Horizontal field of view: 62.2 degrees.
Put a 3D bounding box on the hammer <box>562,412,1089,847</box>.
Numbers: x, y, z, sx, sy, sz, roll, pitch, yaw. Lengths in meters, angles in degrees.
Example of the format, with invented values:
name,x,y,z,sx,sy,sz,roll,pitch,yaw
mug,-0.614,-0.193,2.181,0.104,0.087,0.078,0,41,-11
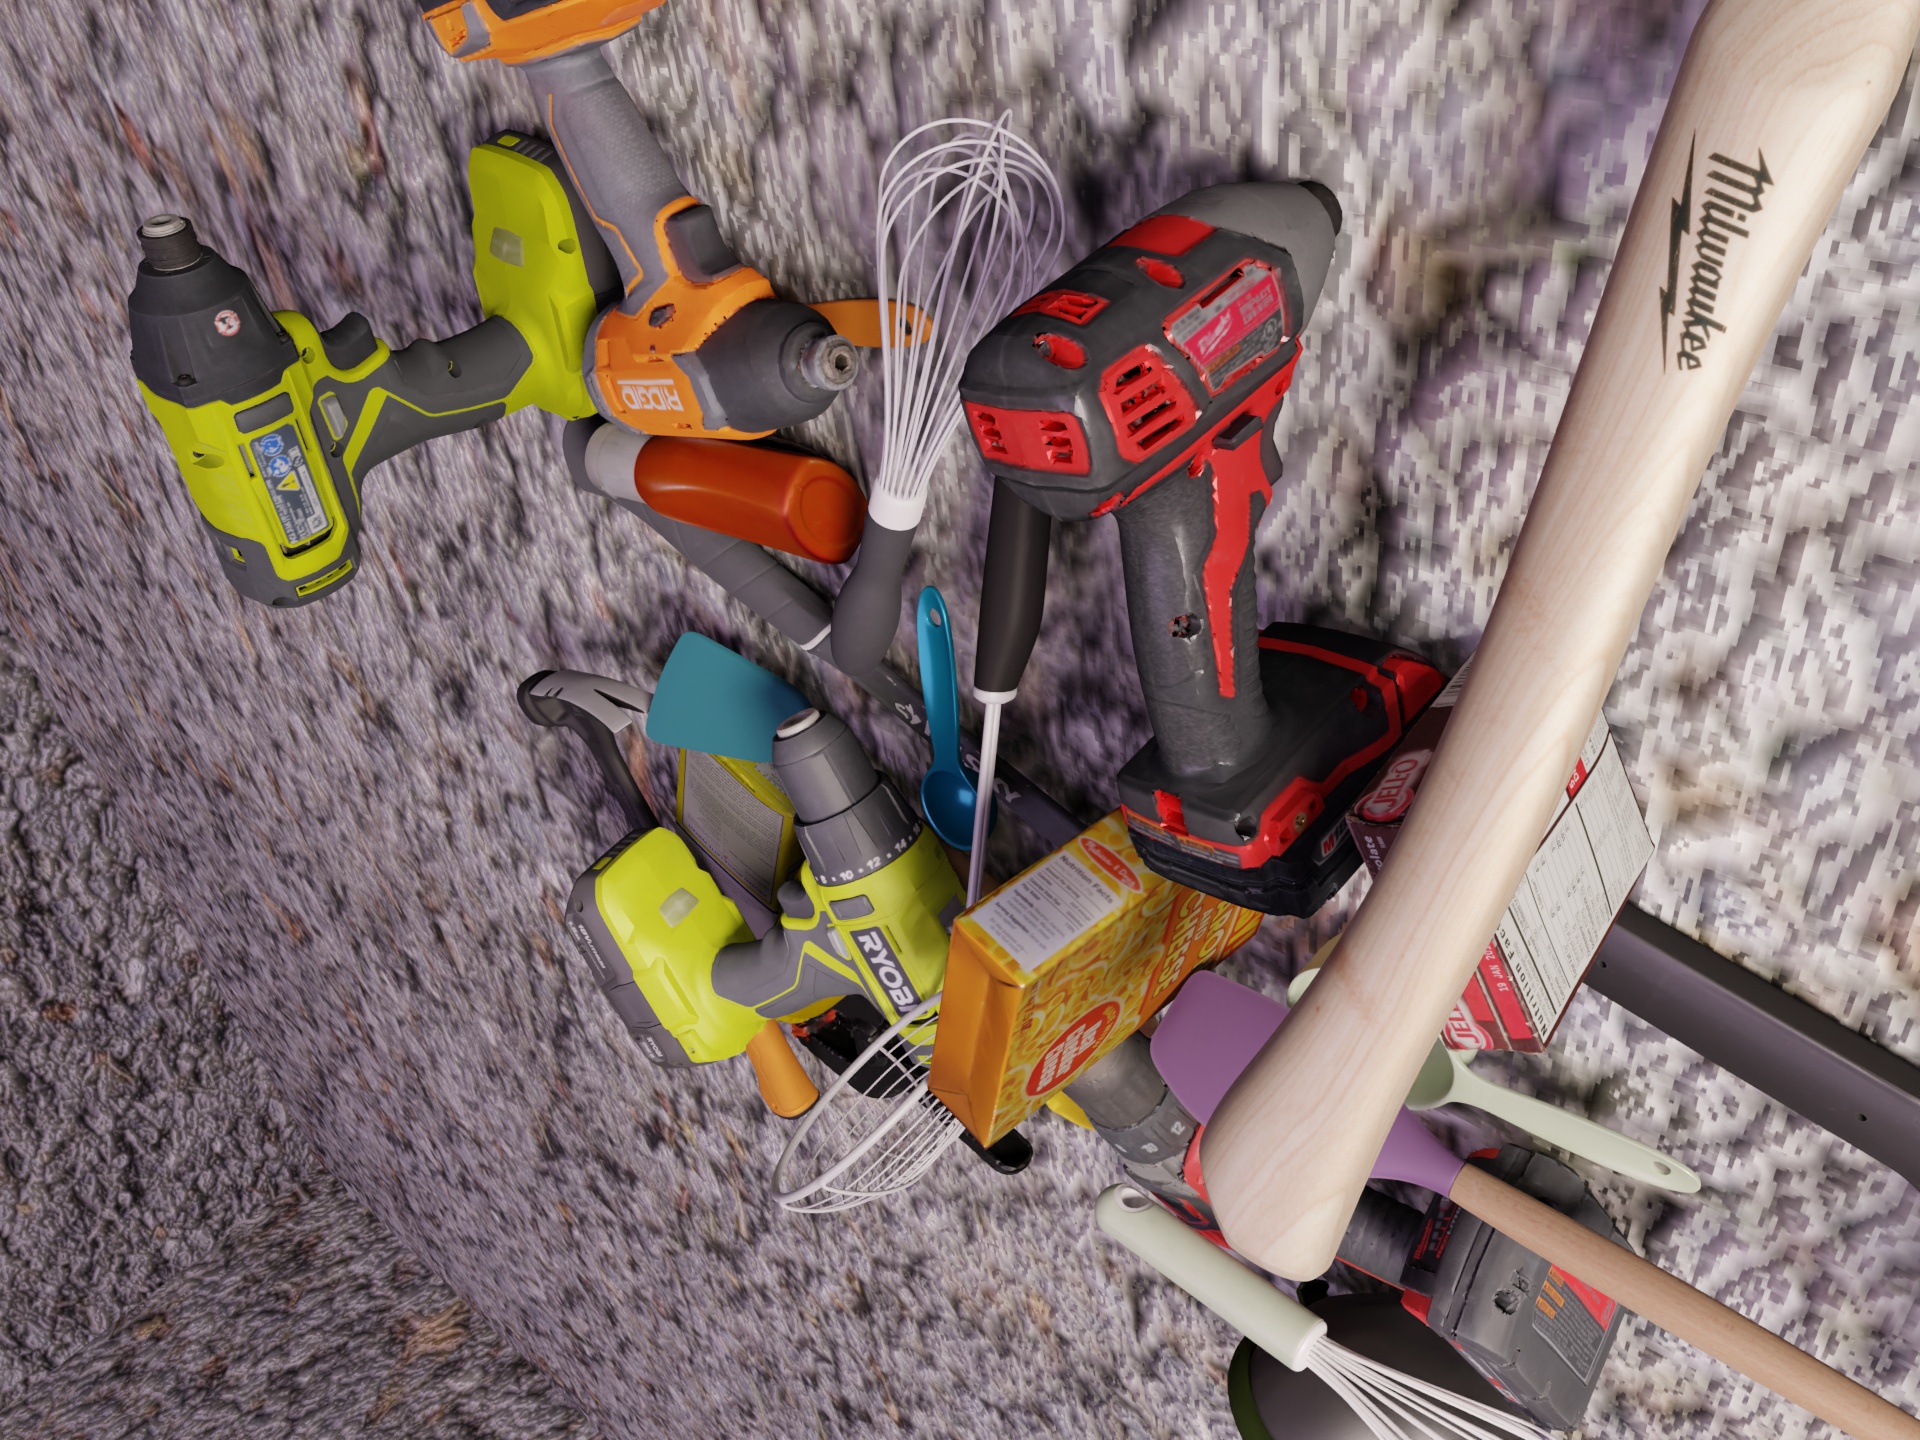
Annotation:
name,x,y,z,sx,sy,sz,roll,pitch,yaw
hammer,-0.056,-0.035,0.790,0.409,0.036,0.149,39,144,19

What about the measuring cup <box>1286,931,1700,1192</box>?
name,x,y,z,sx,sy,sz,roll,pitch,yaw
measuring cup,0.212,0.134,0.632,0.168,0.038,0.083,22,140,31

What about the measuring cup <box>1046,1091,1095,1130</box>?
name,x,y,z,sx,sy,sz,roll,pitch,yaw
measuring cup,0.107,0.223,0.859,0.156,0.029,0.062,37,146,0

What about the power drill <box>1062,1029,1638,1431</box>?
name,x,y,z,sx,sy,sz,roll,pitch,yaw
power drill,0.152,0.200,0.686,0.227,0.080,0.187,11,152,47

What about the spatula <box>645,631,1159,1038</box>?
name,x,y,z,sx,sy,sz,roll,pitch,yaw
spatula,-0.029,0.067,0.834,0.317,0.044,0.082,38,128,12

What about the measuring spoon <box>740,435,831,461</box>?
name,x,y,z,sx,sy,sz,roll,pitch,yaw
measuring spoon,-0.108,-0.142,0.772,0.124,0.018,0.034,20,158,29

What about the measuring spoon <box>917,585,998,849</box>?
name,x,y,z,sx,sy,sz,roll,pitch,yaw
measuring spoon,-0.001,-0.002,0.718,0.042,0.021,0.128,16,122,41

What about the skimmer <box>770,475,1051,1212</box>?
name,x,y,z,sx,sy,sz,roll,pitch,yaw
skimmer,-0.021,0.042,0.671,0.090,0.127,0.363,8,107,6

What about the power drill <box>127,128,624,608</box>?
name,x,y,z,sx,sy,sz,roll,pitch,yaw
power drill,-0.252,-0.173,0.718,0.080,0.223,0.171,28,140,31

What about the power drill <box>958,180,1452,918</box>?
name,x,y,z,sx,sy,sz,roll,pitch,yaw
power drill,0.091,-0.057,0.511,0.079,0.143,0.219,18,141,45

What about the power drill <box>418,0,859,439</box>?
name,x,y,z,sx,sy,sz,roll,pitch,yaw
power drill,-0.122,-0.220,0.639,0.164,0.084,0.226,14,132,48

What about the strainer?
name,x,y,z,sx,sy,sz,roll,pitch,yaw
strainer,0.174,0.316,0.696,0.152,0.256,0.069,31,112,31

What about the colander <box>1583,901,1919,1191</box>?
name,x,y,z,sx,sy,sz,roll,pitch,yaw
colander,0.324,0.174,0.482,0.397,0.094,0.204,33,142,26

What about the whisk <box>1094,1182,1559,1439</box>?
name,x,y,z,sx,sy,sz,roll,pitch,yaw
whisk,0.155,0.271,0.676,0.246,0.057,0.059,28,117,34

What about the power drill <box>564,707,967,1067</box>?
name,x,y,z,sx,sy,sz,roll,pitch,yaw
power drill,-0.097,0.097,0.829,0.228,0.080,0.190,-15,110,37

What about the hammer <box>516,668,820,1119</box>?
name,x,y,z,sx,sy,sz,roll,pitch,yaw
hammer,-0.162,0.119,0.984,0.127,0.034,0.336,10,131,49

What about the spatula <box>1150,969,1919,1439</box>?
name,x,y,z,sx,sy,sz,roll,pitch,yaw
spatula,0.204,0.184,0.581,0.316,0.060,0.018,26,167,32

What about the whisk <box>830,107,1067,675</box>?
name,x,y,z,sx,sy,sz,roll,pitch,yaw
whisk,-0.018,-0.113,0.635,0.070,0.070,0.284,40,142,16

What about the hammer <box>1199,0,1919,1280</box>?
name,x,y,z,sx,sy,sz,roll,pitch,yaw
hammer,0.158,-0.016,0.402,0.146,0.038,0.410,30,116,29

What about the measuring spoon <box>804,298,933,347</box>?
name,x,y,z,sx,sy,sz,roll,pitch,yaw
measuring spoon,-0.055,-0.169,0.681,0.117,0.011,0.021,14,132,43
